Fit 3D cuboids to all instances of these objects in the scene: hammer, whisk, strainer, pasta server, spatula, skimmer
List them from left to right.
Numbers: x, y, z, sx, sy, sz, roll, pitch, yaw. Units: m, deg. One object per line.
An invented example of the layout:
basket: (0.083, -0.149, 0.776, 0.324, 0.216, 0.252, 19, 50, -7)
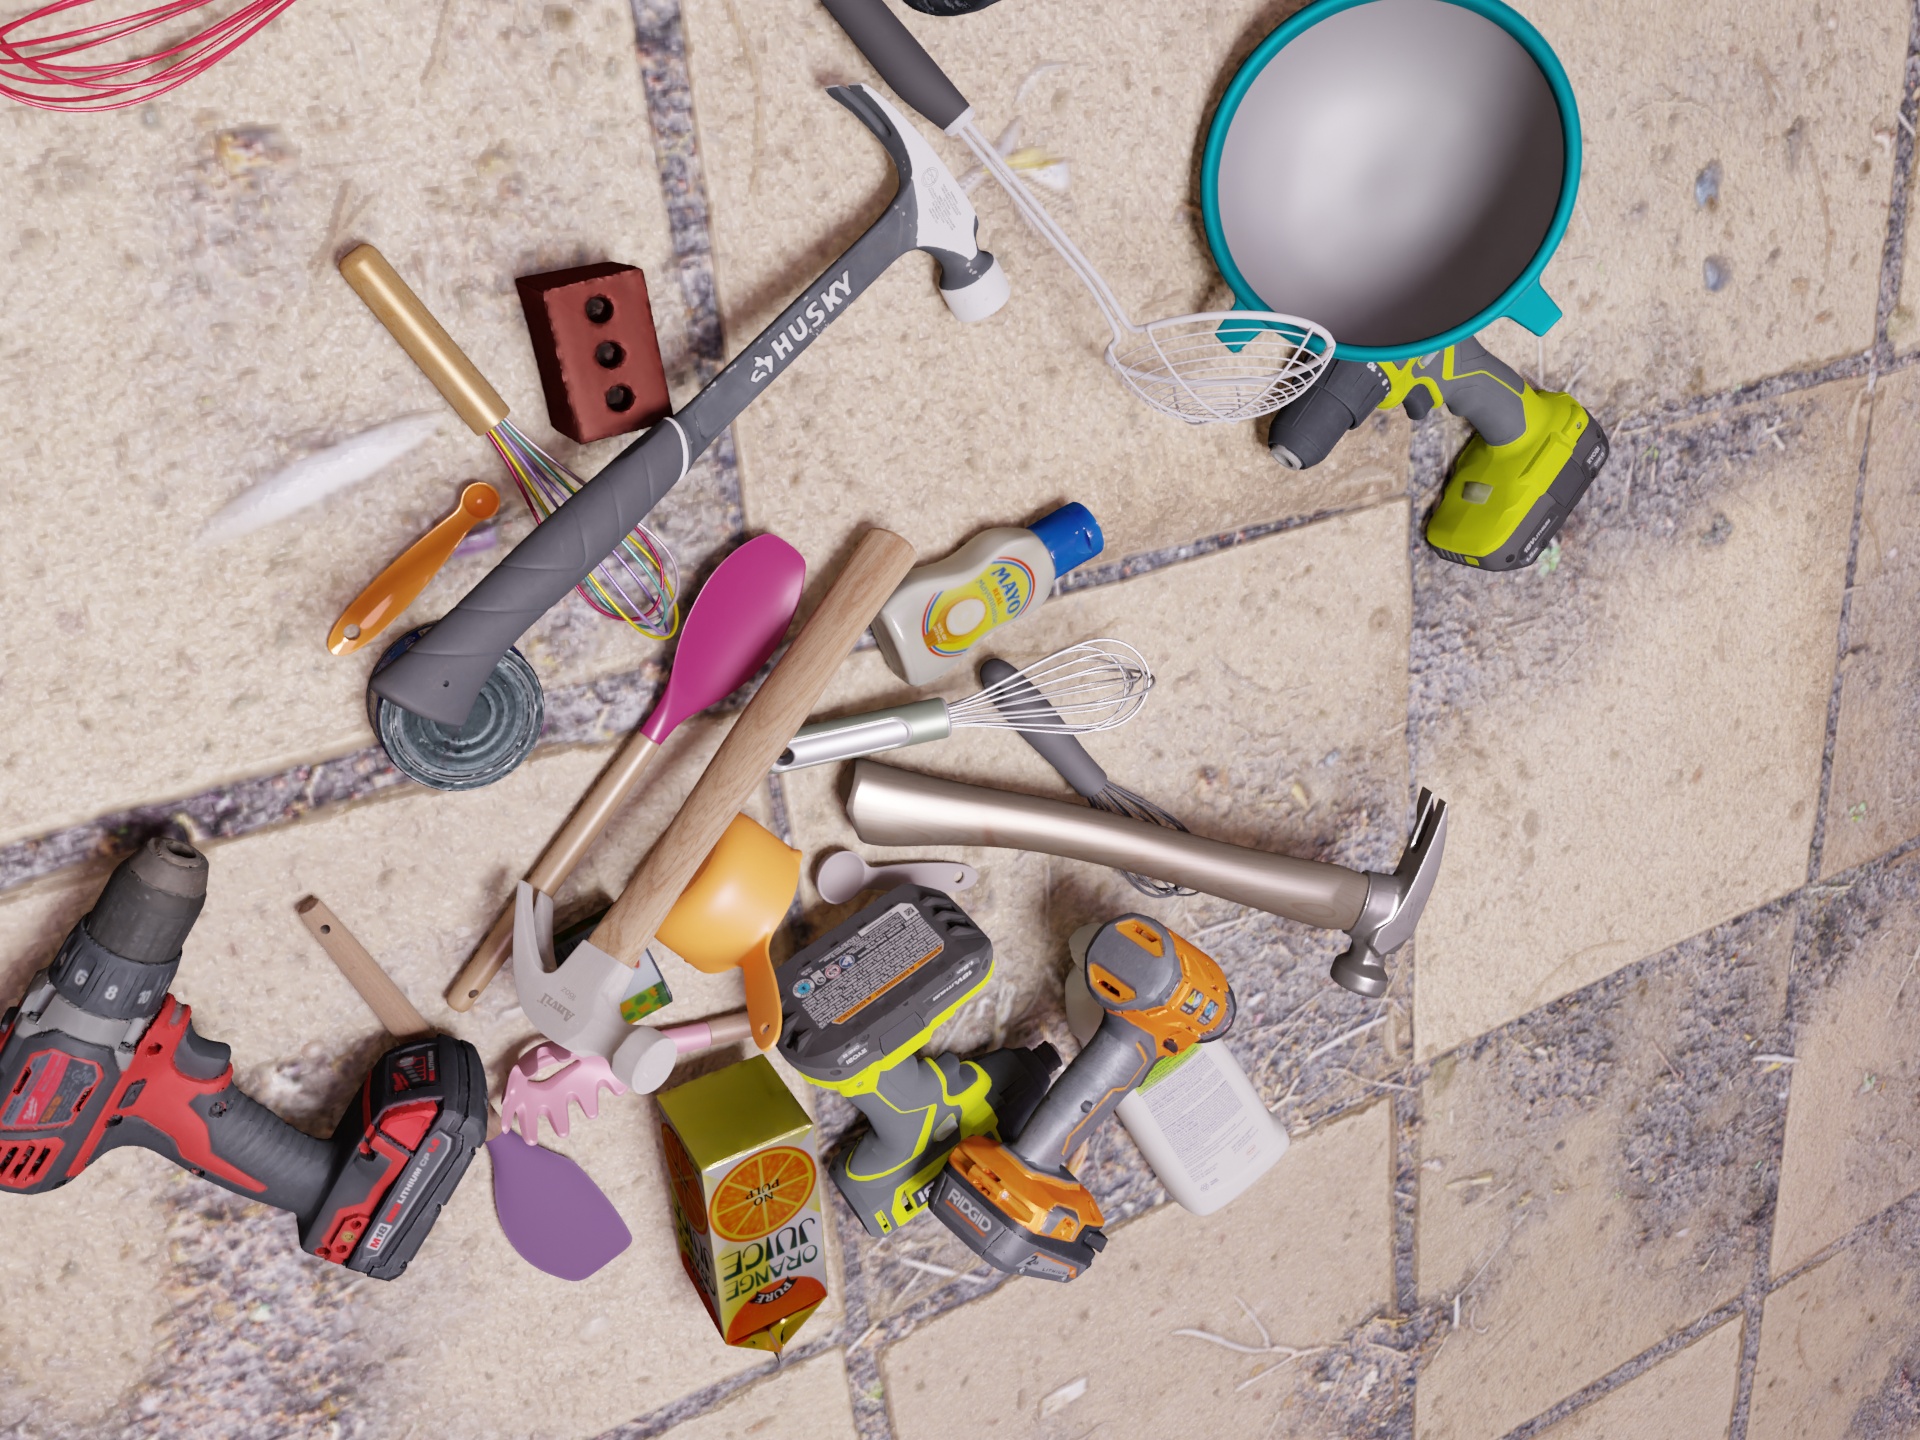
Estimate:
whisk: (-0.279, -0.331, 0.686, 0.296, 0.073, 0.073, -31, 120, -24)
spatula: (-0.282, 0.219, 0.907, 0.060, 0.018, 0.315, -34, 122, -14)
whisk: (-0.221, -0.134, 0.804, 0.047, 0.051, 0.244, -53, 122, -27)
hammer: (-0.131, -0.151, 0.785, 0.409, 0.036, 0.149, -49, 130, -21)
hammer: (-0.126, 0.030, 0.866, 0.331, 0.130, 0.031, -57, 150, -16)
pasta server: (-0.127, 0.191, 0.974, 0.316, 0.040, 0.060, -9, 124, -28)
whisk: (-0.002, -0.003, 0.945, 0.246, 0.059, 0.057, -12, 111, -10)
skimmer: (0.056, -0.293, 0.860, 0.363, 0.127, 0.090, 45, 68, -18)
whisk: (0.087, 0.041, 1.036, 0.055, 0.055, 0.238, -47, 120, -7)
hammer: (0.123, 0.074, 1.016, 0.410, 0.038, 0.146, 14, 104, -19)
strainer: (0.253, -0.380, 0.935, 0.095, 0.211, 0.340, -18, 108, -69)

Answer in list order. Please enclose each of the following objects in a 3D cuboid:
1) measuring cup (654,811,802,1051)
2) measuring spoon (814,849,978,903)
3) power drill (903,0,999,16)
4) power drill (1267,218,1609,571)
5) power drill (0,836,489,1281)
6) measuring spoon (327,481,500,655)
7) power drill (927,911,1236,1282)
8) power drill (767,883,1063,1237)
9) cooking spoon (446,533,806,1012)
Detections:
measuring cup: (-0.130, 0.112, 0.863, 0.095, 0.174, 0.052, -42, 120, 9)
measuring spoon: (-0.041, 0.097, 1.005, 0.124, 0.018, 0.034, 5, 101, -38)
power drill: (0.068, -0.448, 0.828, 0.219, 0.079, 0.143, -28, 120, -22)
power drill: (0.316, -0.201, 1.058, 0.228, 0.080, 0.190, 37, 86, -31)
power drill: (-0.356, 0.173, 0.802, 0.226, 0.080, 0.188, 28, 99, -27)
measuring spoon: (-0.278, -0.077, 0.807, 0.117, 0.011, 0.021, -47, 121, -3)
power drill: (0.094, 0.242, 1.020, 0.226, 0.084, 0.164, -57, 143, -2)
power drill: (-0.022, 0.213, 1.000, 0.171, 0.080, 0.223, -34, 136, -15)
cooking spoon: (-0.189, 0.030, 0.889, 0.319, 0.017, 0.068, -55, 139, -2)
